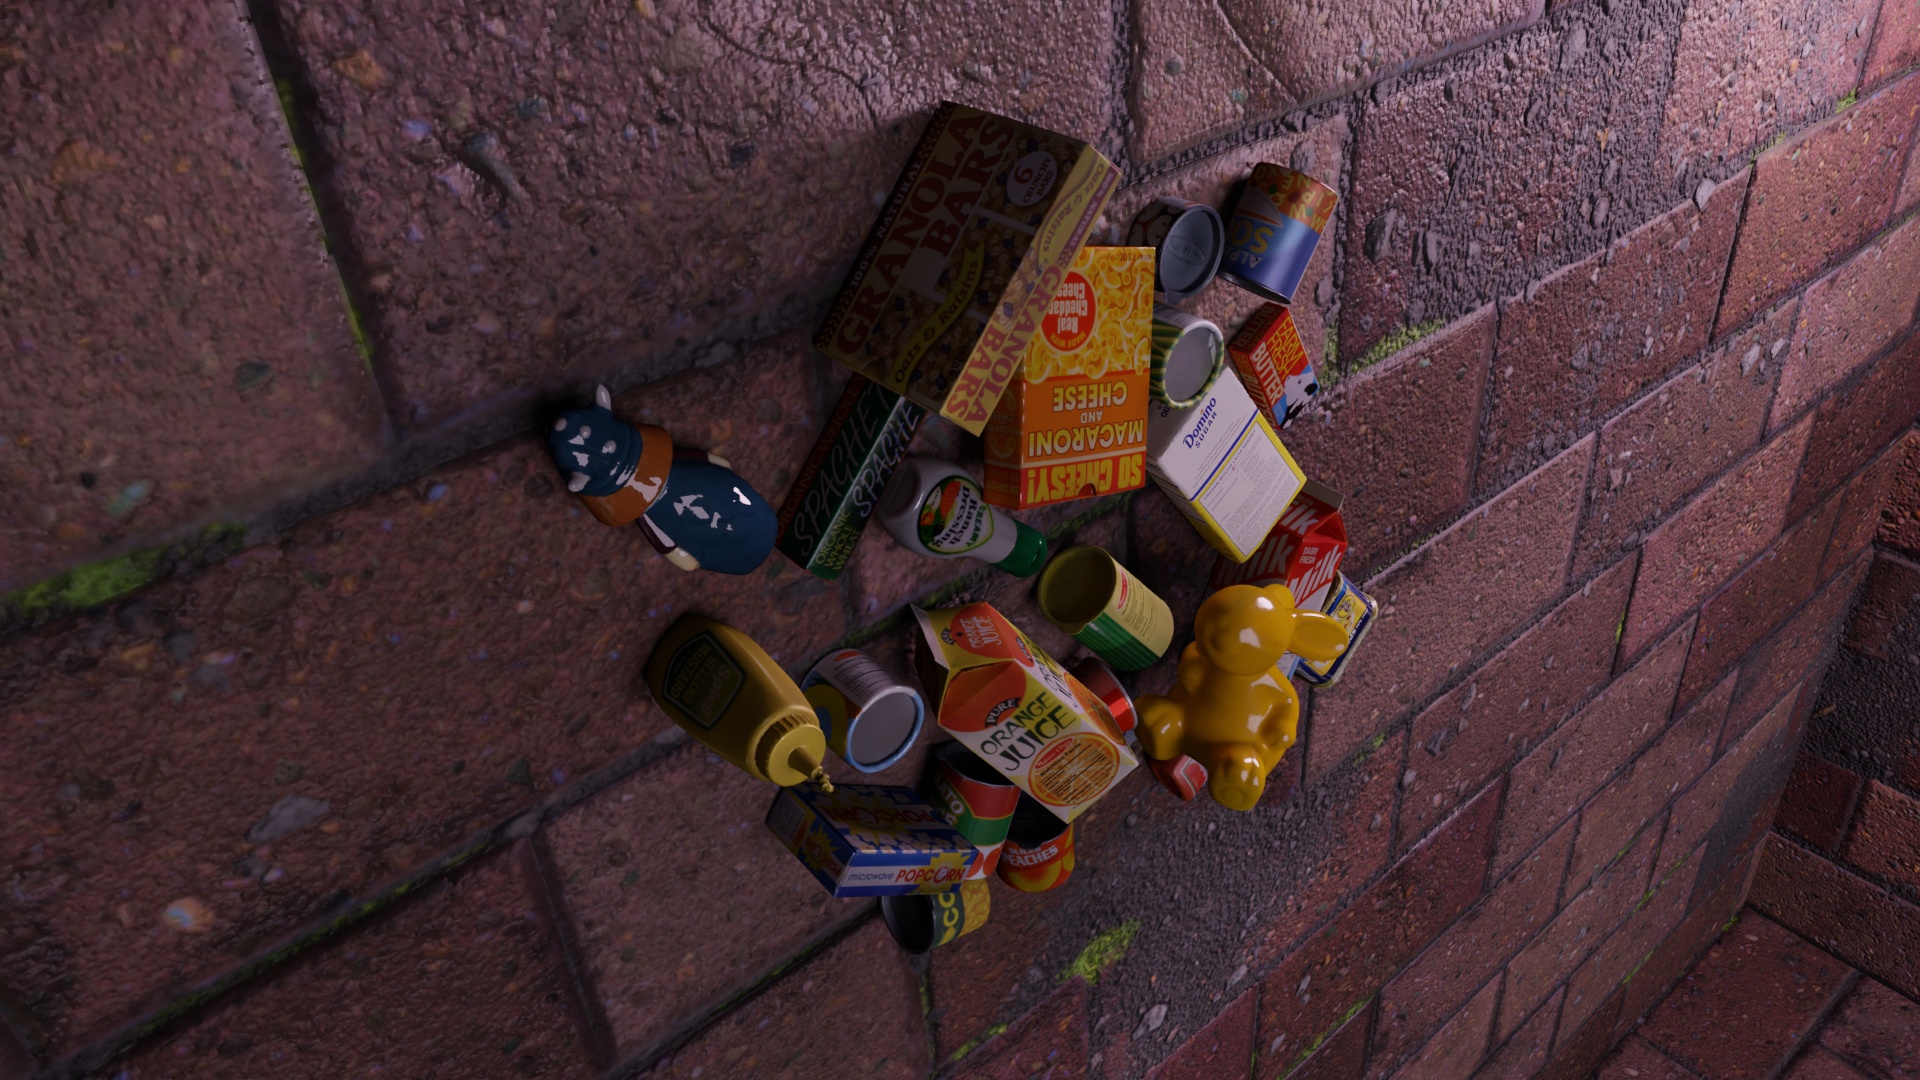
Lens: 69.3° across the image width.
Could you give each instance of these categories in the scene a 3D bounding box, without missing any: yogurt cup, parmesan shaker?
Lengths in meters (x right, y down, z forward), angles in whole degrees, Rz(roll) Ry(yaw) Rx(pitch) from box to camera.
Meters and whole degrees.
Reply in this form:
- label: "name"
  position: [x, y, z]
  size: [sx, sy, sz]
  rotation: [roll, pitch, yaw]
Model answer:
- label: "yogurt cup"
  position: [0.099, 0.133, 1.096]
  size: [0.054, 0.072, 0.072]
  rotation: [-32, 133, -15]
- label: "parmesan shaker"
  position: [0.111, 0.056, 1.057]
  size: [0.071, 0.071, 0.103]
  rotation: [-56, 139, -3]

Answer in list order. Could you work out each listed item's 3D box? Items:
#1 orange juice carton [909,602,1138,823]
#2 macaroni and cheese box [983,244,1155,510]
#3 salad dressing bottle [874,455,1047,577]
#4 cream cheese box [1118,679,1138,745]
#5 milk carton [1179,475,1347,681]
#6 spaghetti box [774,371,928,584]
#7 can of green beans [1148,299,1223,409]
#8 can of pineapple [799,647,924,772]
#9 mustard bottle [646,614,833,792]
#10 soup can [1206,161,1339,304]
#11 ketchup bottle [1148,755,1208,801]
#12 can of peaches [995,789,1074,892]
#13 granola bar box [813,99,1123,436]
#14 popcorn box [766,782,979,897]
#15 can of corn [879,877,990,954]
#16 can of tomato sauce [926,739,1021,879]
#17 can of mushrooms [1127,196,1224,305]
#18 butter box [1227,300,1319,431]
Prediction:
- label: "orange juice carton"
  position: [0.035, 0.114, 0.984]
  size: [0.073, 0.072, 0.192]
  rotation: [-42, 123, 10]
- label: "macaroni and cheese box"
  position: [0.072, -0.110, 0.916]
  size: [0.124, 0.040, 0.166]
  rotation: [-11, 107, -41]
- label: "salad dressing bottle"
  position: [0.003, -0.012, 0.933]
  size: [0.147, 0.044, 0.064]
  rotation: [25, 89, -48]
- label: "cream cheese box"
  position: [0.107, 0.166, 1.152]
  size: [0.104, 0.024, 0.053]
  rotation: [-36, 134, -23]
- label: "milk carton"
  position: [0.266, 0.035, 1.191]
  size: [0.073, 0.072, 0.190]
  rotation: [3, 112, -45]
- label: "spaghetti box"
  position: [-0.039, -0.093, 0.841]
  size: [0.028, 0.050, 0.250]
  rotation: [25, 95, -46]
- label: "can of green beans"
  position: [0.144, -0.133, 0.986]
  size: [0.071, 0.058, 0.071]
  rotation: [-23, 128, -33]
- label: "can of pineapple"
  position: [-0.067, 0.115, 0.930]
  size: [0.071, 0.058, 0.070]
  rotation: [-23, 128, -33]
- label: "mustard bottle"
  position: [-0.120, 0.098, 0.794]
  size: [0.048, 0.160, 0.065]
  rotation: [36, 86, -47]
- label: "soup can"
  position: [0.224, -0.223, 1.005]
  size: [0.071, 0.071, 0.083]
  rotation: [15, 102, -47]
- label: "ketchup bottle"
  position: [0.234, 0.163, 1.257]
  size: [0.149, 0.043, 0.064]
  rotation: [-46, 138, -14]
- label: "can of peaches"
  position: [0.058, 0.241, 1.115]
  size: [0.071, 0.071, 0.057]
  rotation: [-28, 131, -29]
- label: "granola bar box"
  position: [0.000, -0.157, 0.784]
  size: [0.039, 0.124, 0.165]
  rotation: [25, 95, -48]
- label: "popcorn box"
  position: [-0.061, 0.209, 0.971]
  size: [0.127, 0.085, 0.038]
  rotation: [14, 105, -47]
- label: "can of corn"
  position: [-0.018, 0.274, 1.062]
  size: [0.058, 0.071, 0.071]
  rotation: [-12, 121, -40]
- label: "can of tomato sauce"
  position: [0.005, 0.202, 1.045]
  size: [0.071, 0.071, 0.082]
  rotation: [-1, 115, -43]
- label: "can of mushrooms"
  position: [0.149, -0.202, 0.968]
  size: [0.071, 0.033, 0.070]
  rotation: [-23, 128, -34]
- label: "butter box"
  position: [0.251, -0.138, 1.110]
  size: [0.053, 0.024, 0.103]
  rotation: [-50, 138, -10]
